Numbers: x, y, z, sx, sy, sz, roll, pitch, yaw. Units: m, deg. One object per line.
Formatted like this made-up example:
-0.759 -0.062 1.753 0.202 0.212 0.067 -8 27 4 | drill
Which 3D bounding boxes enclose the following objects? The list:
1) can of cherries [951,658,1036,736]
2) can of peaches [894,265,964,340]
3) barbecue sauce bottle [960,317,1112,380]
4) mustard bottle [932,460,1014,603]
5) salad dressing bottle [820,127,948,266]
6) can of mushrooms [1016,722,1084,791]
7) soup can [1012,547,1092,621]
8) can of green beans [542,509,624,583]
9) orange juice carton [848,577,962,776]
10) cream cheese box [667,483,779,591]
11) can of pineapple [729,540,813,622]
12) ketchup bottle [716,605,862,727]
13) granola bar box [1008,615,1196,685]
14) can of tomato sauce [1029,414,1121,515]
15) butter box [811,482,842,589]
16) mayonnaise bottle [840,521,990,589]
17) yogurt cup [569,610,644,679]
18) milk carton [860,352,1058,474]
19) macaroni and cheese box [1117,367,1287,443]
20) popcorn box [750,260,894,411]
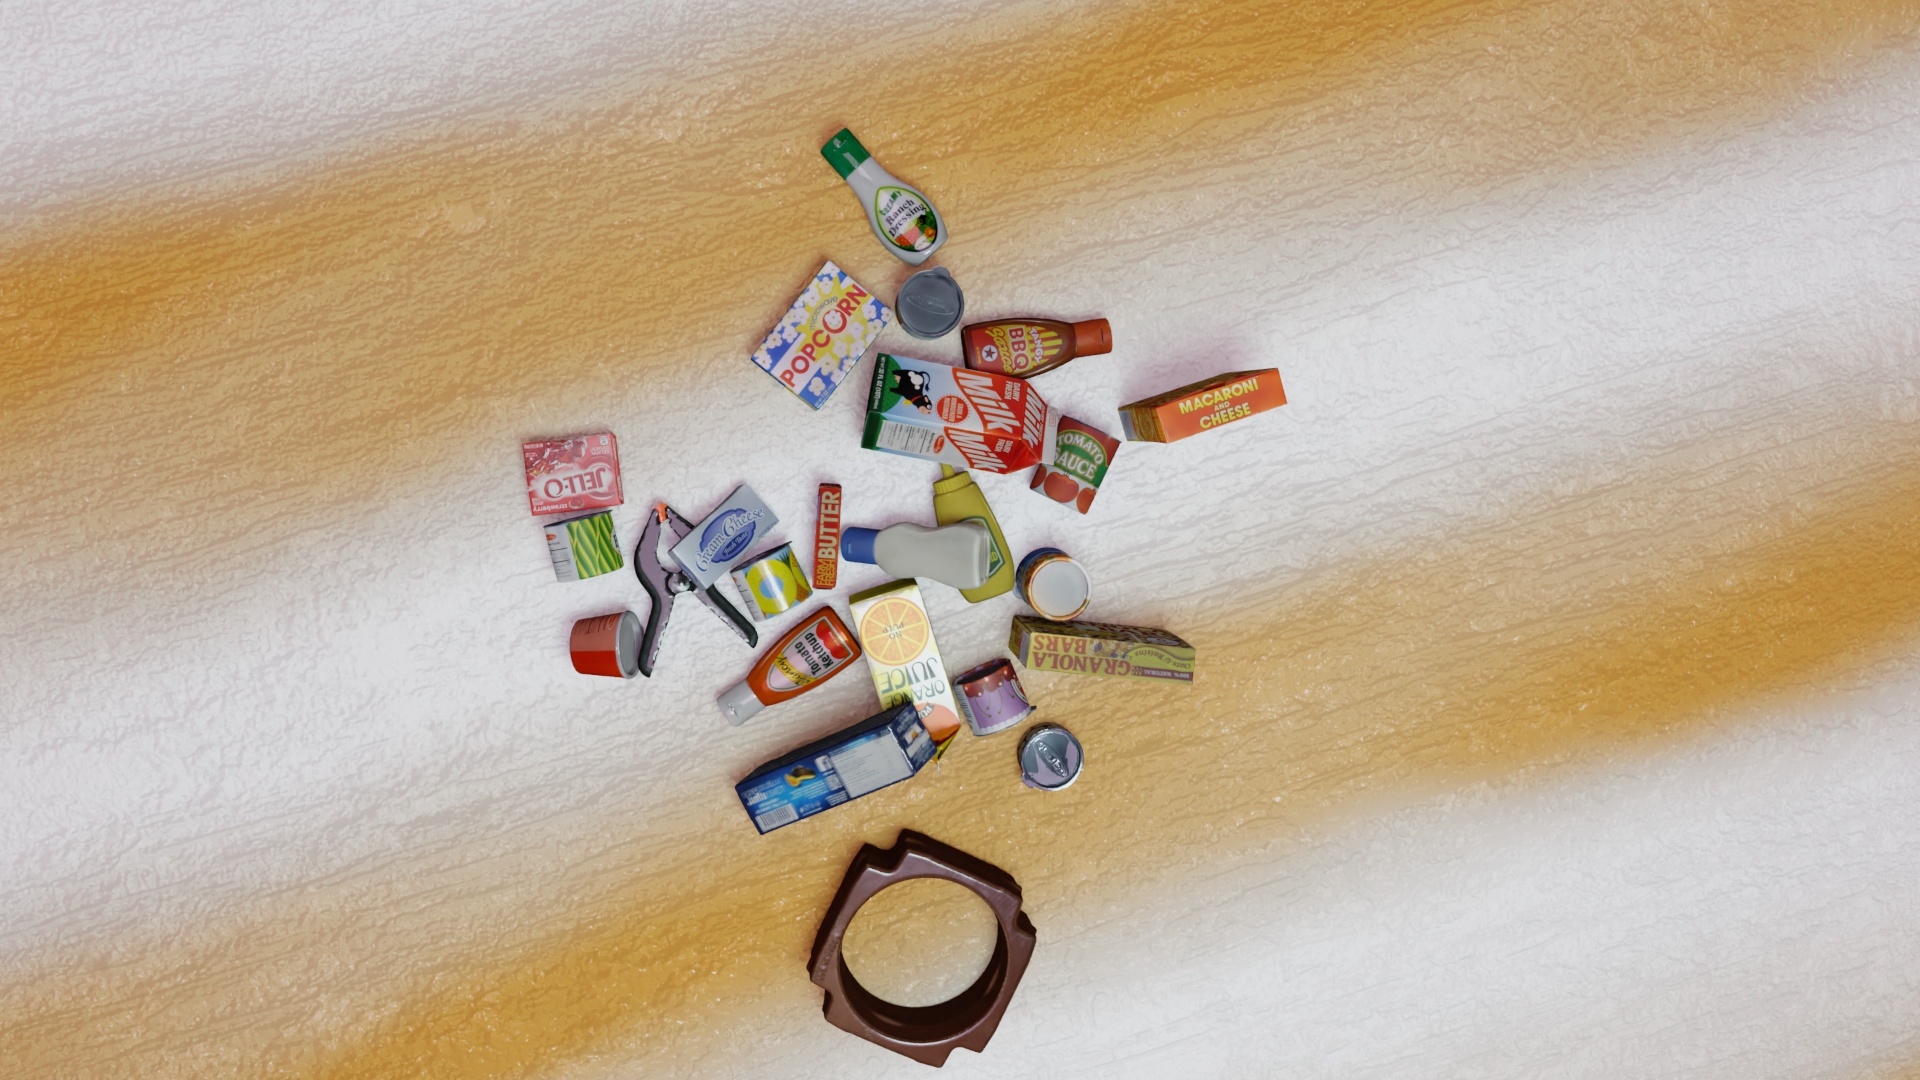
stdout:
0.034 0.158 1.416 0.071 0.071 0.058 -23 96 -3 | can of cherries
-0.031 -0.235 1.381 0.071 0.058 0.071 0 94 -5 | can of peaches
0.077 -0.196 1.402 0.149 0.043 0.064 -9 95 -6 | barbecue sauce bottle
0.005 -0.018 1.406 0.065 0.049 0.160 -21 97 -1 | mustard bottle
-0.077 -0.340 1.374 0.064 0.044 0.147 -43 97 0 | salad dressing bottle
0.091 0.226 1.444 0.071 0.033 0.071 -1 95 -7 | can of mushrooms
0.091 0.045 1.403 0.071 0.084 0.071 -1 96 -5 | soup can
-0.369 0.006 1.361 0.071 0.071 0.057 -13 97 -5 | can of green beans
-0.050 0.140 1.402 0.073 0.072 0.192 -18 96 -3 | orange juice carton
-0.235 -0.004 1.376 0.053 0.024 0.104 49 66 -11 | cream cheese box
-0.186 0.041 1.383 0.071 0.071 0.058 -26 98 -3 | can of pineapple
-0.176 0.132 1.403 0.149 0.043 0.064 -35 95 -2 | ketchup bottle
0.140 0.108 1.393 0.166 0.124 0.039 6 94 -7 | granola bar box
0.115 -0.076 1.403 0.071 0.071 0.083 25 92 -7 | can of tomato sauce
-0.133 -0.005 1.391 0.024 0.053 0.103 4 94 -4 | butter box
-0.045 0.010 1.379 0.148 0.041 0.064 6 103 21 | mayonnaise bottle
-0.350 0.104 1.372 0.054 0.072 0.072 -3 95 7 | yogurt cup
0.003 -0.121 1.374 0.191 0.073 0.072 11 61 -6 | milk carton
0.233 -0.132 1.362 0.124 0.166 0.040 -18 96 -4 | macaroni and cheese box
-0.137 -0.203 1.382 0.085 0.038 0.126 39 90 -7 | popcorn box
